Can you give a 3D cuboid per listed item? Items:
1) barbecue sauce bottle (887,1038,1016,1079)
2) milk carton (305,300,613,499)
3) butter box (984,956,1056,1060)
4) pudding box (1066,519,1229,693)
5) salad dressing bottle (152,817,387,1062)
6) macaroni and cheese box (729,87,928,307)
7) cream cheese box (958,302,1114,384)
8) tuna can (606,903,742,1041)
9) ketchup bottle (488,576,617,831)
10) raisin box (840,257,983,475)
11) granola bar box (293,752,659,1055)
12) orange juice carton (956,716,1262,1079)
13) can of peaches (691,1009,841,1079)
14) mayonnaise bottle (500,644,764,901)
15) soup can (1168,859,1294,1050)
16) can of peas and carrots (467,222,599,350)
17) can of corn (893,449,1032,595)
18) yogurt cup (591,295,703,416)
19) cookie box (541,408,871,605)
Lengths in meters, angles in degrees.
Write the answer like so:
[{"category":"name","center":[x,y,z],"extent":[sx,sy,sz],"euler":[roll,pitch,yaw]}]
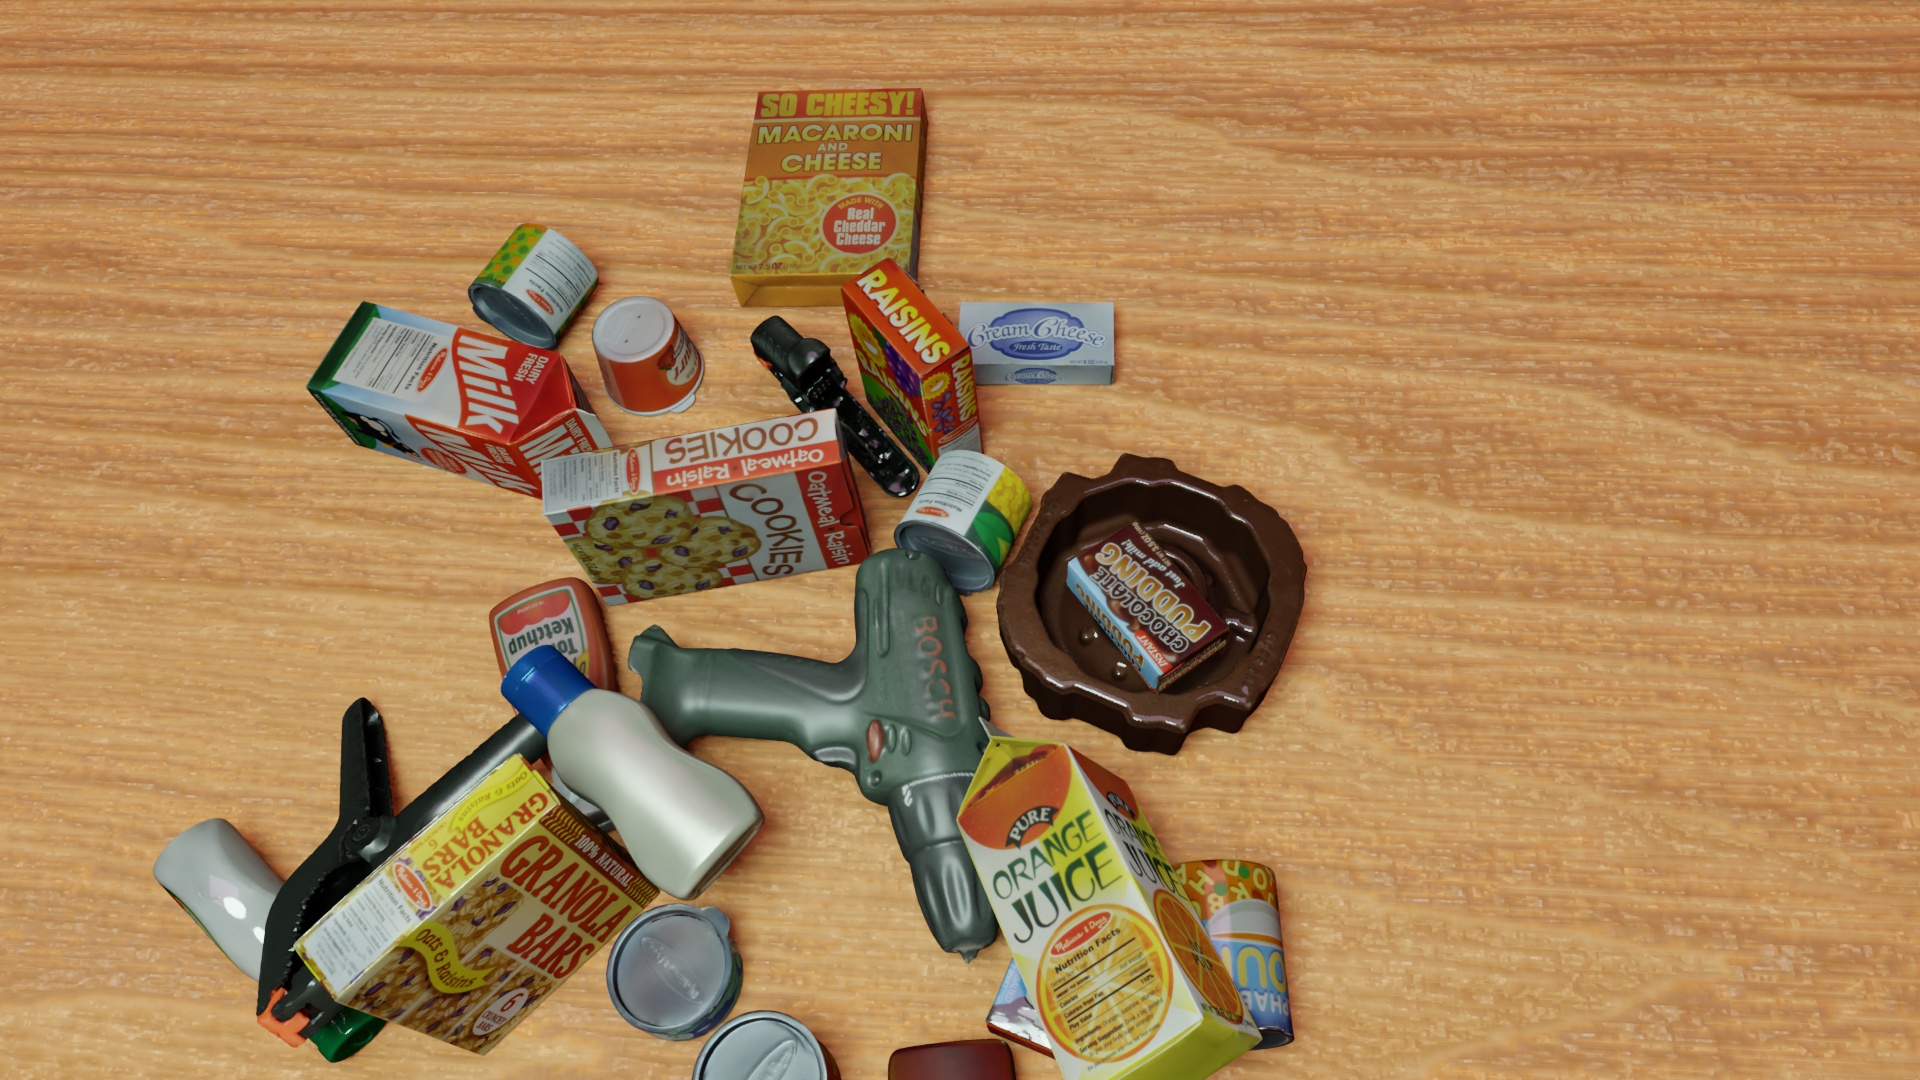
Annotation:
[{"category":"barbecue sauce bottle","center":[0.001,0.321,0.667],"extent":[0.065,0.043,0.149],"euler":[-6,62,1]},{"category":"milk carton","center":[-0.307,-0.085,0.892],"extent":[0.191,0.072,0.074],"euler":[15,64,13]},{"category":"butter box","center":[0.057,0.216,0.729],"extent":[0.053,0.024,0.104],"euler":[19,65,15]},{"category":"pudding box","center":[0.100,0.036,0.756],"extent":[0.050,0.030,0.084],"euler":[-31,64,-13]},{"category":"salad dressing bottle","center":[-0.368,0.214,0.745],"extent":[0.148,0.064,0.044],"euler":[40,70,14]},{"category":"macaroni and cheese box","center":[-0.090,-0.242,0.977],"extent":[0.124,0.040,0.167],"euler":[0,62,5]},{"category":"cream cheese box","center":[0.049,-0.130,0.915],"extent":[0.104,0.024,0.053],"euler":[1,61,5]},{"category":"tuna can","center":[-0.148,0.227,0.734],"extent":[0.071,0.032,0.071],"euler":[-2,62,3]},{"category":"ketchup bottle","center":[-0.227,0.097,0.804],"extent":[0.065,0.043,0.149],"euler":[-22,63,-3]},{"category":"raisin box","center":[-0.027,-0.102,0.850],"extent":[0.040,0.123,0.086],"euler":[-33,64,-12]},{"category":"granola bar box","center":[-0.230,0.185,0.688],"extent":[0.124,0.164,0.039],"euler":[-42,66,-16]},{"category":"orange juice carton","center":[0.061,0.171,0.680],"extent":[0.073,0.071,0.193],"euler":[-37,50,13]},{"category":"can of peaches","center":[-0.093,0.274,0.691],"extent":[0.071,0.057,0.071],"euler":[-2,62,3]},{"category":"mayonnaise bottle","center":[-0.172,0.113,0.710],"extent":[0.148,0.041,0.065],"euler":[40,77,14]},{"category":"soup can","center":[0.132,0.209,0.701],"extent":[0.071,0.071,0.084],"euler":[-2,62,4]},{"category":"can of peas and carrots","center":[-0.290,-0.172,0.941],"extent":[0.071,0.070,0.059],"euler":[21,65,15]},{"category":"can of corn","center":[0.003,-0.010,0.831],"extent":[0.071,0.070,0.058],"euler":[21,60,15]},{"category":"yogurt cup","center":[-0.209,-0.124,0.915],"extent":[0.072,0.053,0.073],"euler":[-2,61,4]},{"category":"cookie box","center":[-0.142,-0.015,0.812],"extent":[0.167,0.122,0.040],"euler":[-10,62,-1]}]
